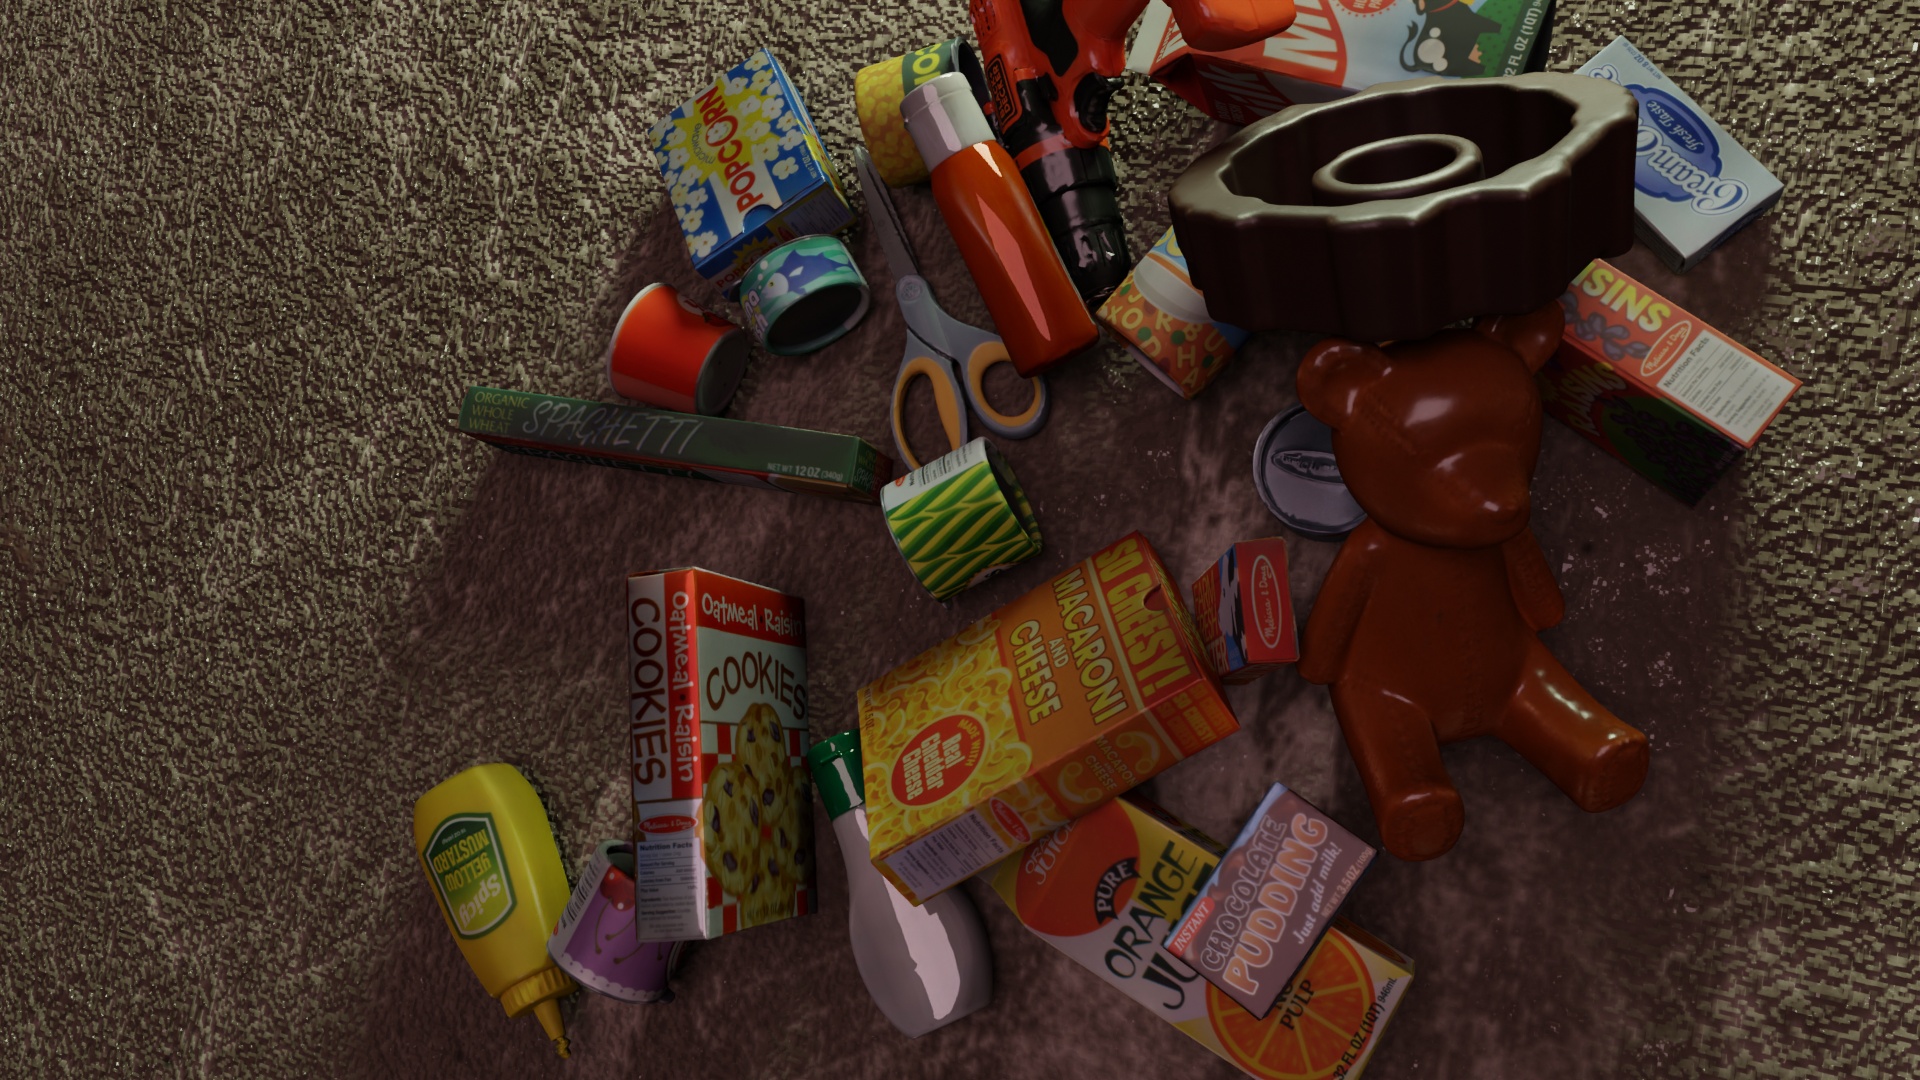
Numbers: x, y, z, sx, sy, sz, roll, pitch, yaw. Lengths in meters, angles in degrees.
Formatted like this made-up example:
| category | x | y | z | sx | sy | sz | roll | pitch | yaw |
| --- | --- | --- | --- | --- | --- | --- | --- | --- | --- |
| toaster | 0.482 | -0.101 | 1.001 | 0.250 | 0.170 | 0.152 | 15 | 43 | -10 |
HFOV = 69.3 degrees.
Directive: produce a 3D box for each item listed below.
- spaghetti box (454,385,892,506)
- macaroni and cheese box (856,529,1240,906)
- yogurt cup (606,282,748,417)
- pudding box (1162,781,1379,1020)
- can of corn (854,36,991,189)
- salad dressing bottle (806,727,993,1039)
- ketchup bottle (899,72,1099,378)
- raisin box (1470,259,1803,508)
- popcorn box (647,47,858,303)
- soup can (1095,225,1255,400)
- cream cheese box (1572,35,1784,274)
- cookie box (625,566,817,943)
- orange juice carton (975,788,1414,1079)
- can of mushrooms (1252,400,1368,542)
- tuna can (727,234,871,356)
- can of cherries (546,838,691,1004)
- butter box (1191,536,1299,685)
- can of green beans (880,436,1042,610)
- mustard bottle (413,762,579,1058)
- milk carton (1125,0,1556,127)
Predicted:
| category | x | y | z | sx | sy | sz | roll | pitch | yaw |
| --- | --- | --- | --- | --- | --- | --- | --- | --- | --- |
| spaghetti box | -0.161 | -0.053 | 0.763 | 0.250 | 0.050 | 0.029 | 9 | 82 | 20 |
| macaroni and cheese box | 0.033 | 0.078 | 0.644 | 0.166 | 0.040 | 0.124 | -31 | 30 | 11 |
| yogurt cup | -0.153 | -0.101 | 0.763 | 0.054 | 0.072 | 0.072 | 24 | 89 | 12 |
| pudding box | 0.126 | 0.146 | 0.566 | 0.050 | 0.030 | 0.084 | 35 | 86 | 22 |
| can of corn | -0.018 | -0.227 | 0.736 | 0.058 | 0.071 | 0.071 | -12 | 77 | 17 |
| salad dressing bottle | -0.033 | 0.166 | 0.686 | 0.064 | 0.044 | 0.148 | -29 | 72 | 14 |
| ketchup bottle | 0.017 | -0.155 | 0.683 | 0.043 | 0.064 | 0.148 | -26 | 91 | -5 |
| raisin box | 0.283 | -0.074 | 0.601 | 0.123 | 0.086 | 0.040 | 40 | 89 | 20 |
| popcorn box | -0.117 | -0.202 | 0.764 | 0.085 | 0.038 | 0.127 | -31 | 55 | 10 |
| soup can | 0.116 | -0.120 | 0.673 | 0.071 | 0.071 | 0.083 | 43 | 95 | 20 |
| cream cheese box | 0.319 | -0.178 | 0.641 | 0.053 | 0.024 | 0.104 | -39 | 71 | 10 |
| cookie box | -0.115 | 0.103 | 0.681 | 0.040 | 0.123 | 0.167 | -8 | 78 | 16 |
| orange juice carton | 0.099 | 0.170 | 0.625 | 0.193 | 0.073 | 0.072 | 29 | 89 | 21 |
| can of mushrooms | 0.174 | -0.035 | 0.658 | 0.071 | 0.033 | 0.071 | -3 | 80 | 18 |
| tuna can | -0.085 | -0.129 | 0.741 | 0.071 | 0.071 | 0.033 | -32 | 73 | 11 |
| can of cherries | -0.167 | 0.196 | 0.714 | 0.071 | 0.071 | 0.058 | 27 | 89 | 20 |
| butter box | 0.126 | 0.035 | 0.625 | 0.024 | 0.103 | 0.053 | -3 | 78 | -2 |
| can of green beans | 0.001 | -0.011 | 0.693 | 0.058 | 0.071 | 0.071 | -27 | 73 | 12 |
| mustard bottle | -0.239 | 0.200 | 0.744 | 0.065 | 0.049 | 0.160 | -33 | 72 | 12 |
| milk carton | 0.179 | -0.239 | 0.672 | 0.191 | 0.073 | 0.072 | 20 | 87 | 21 |
